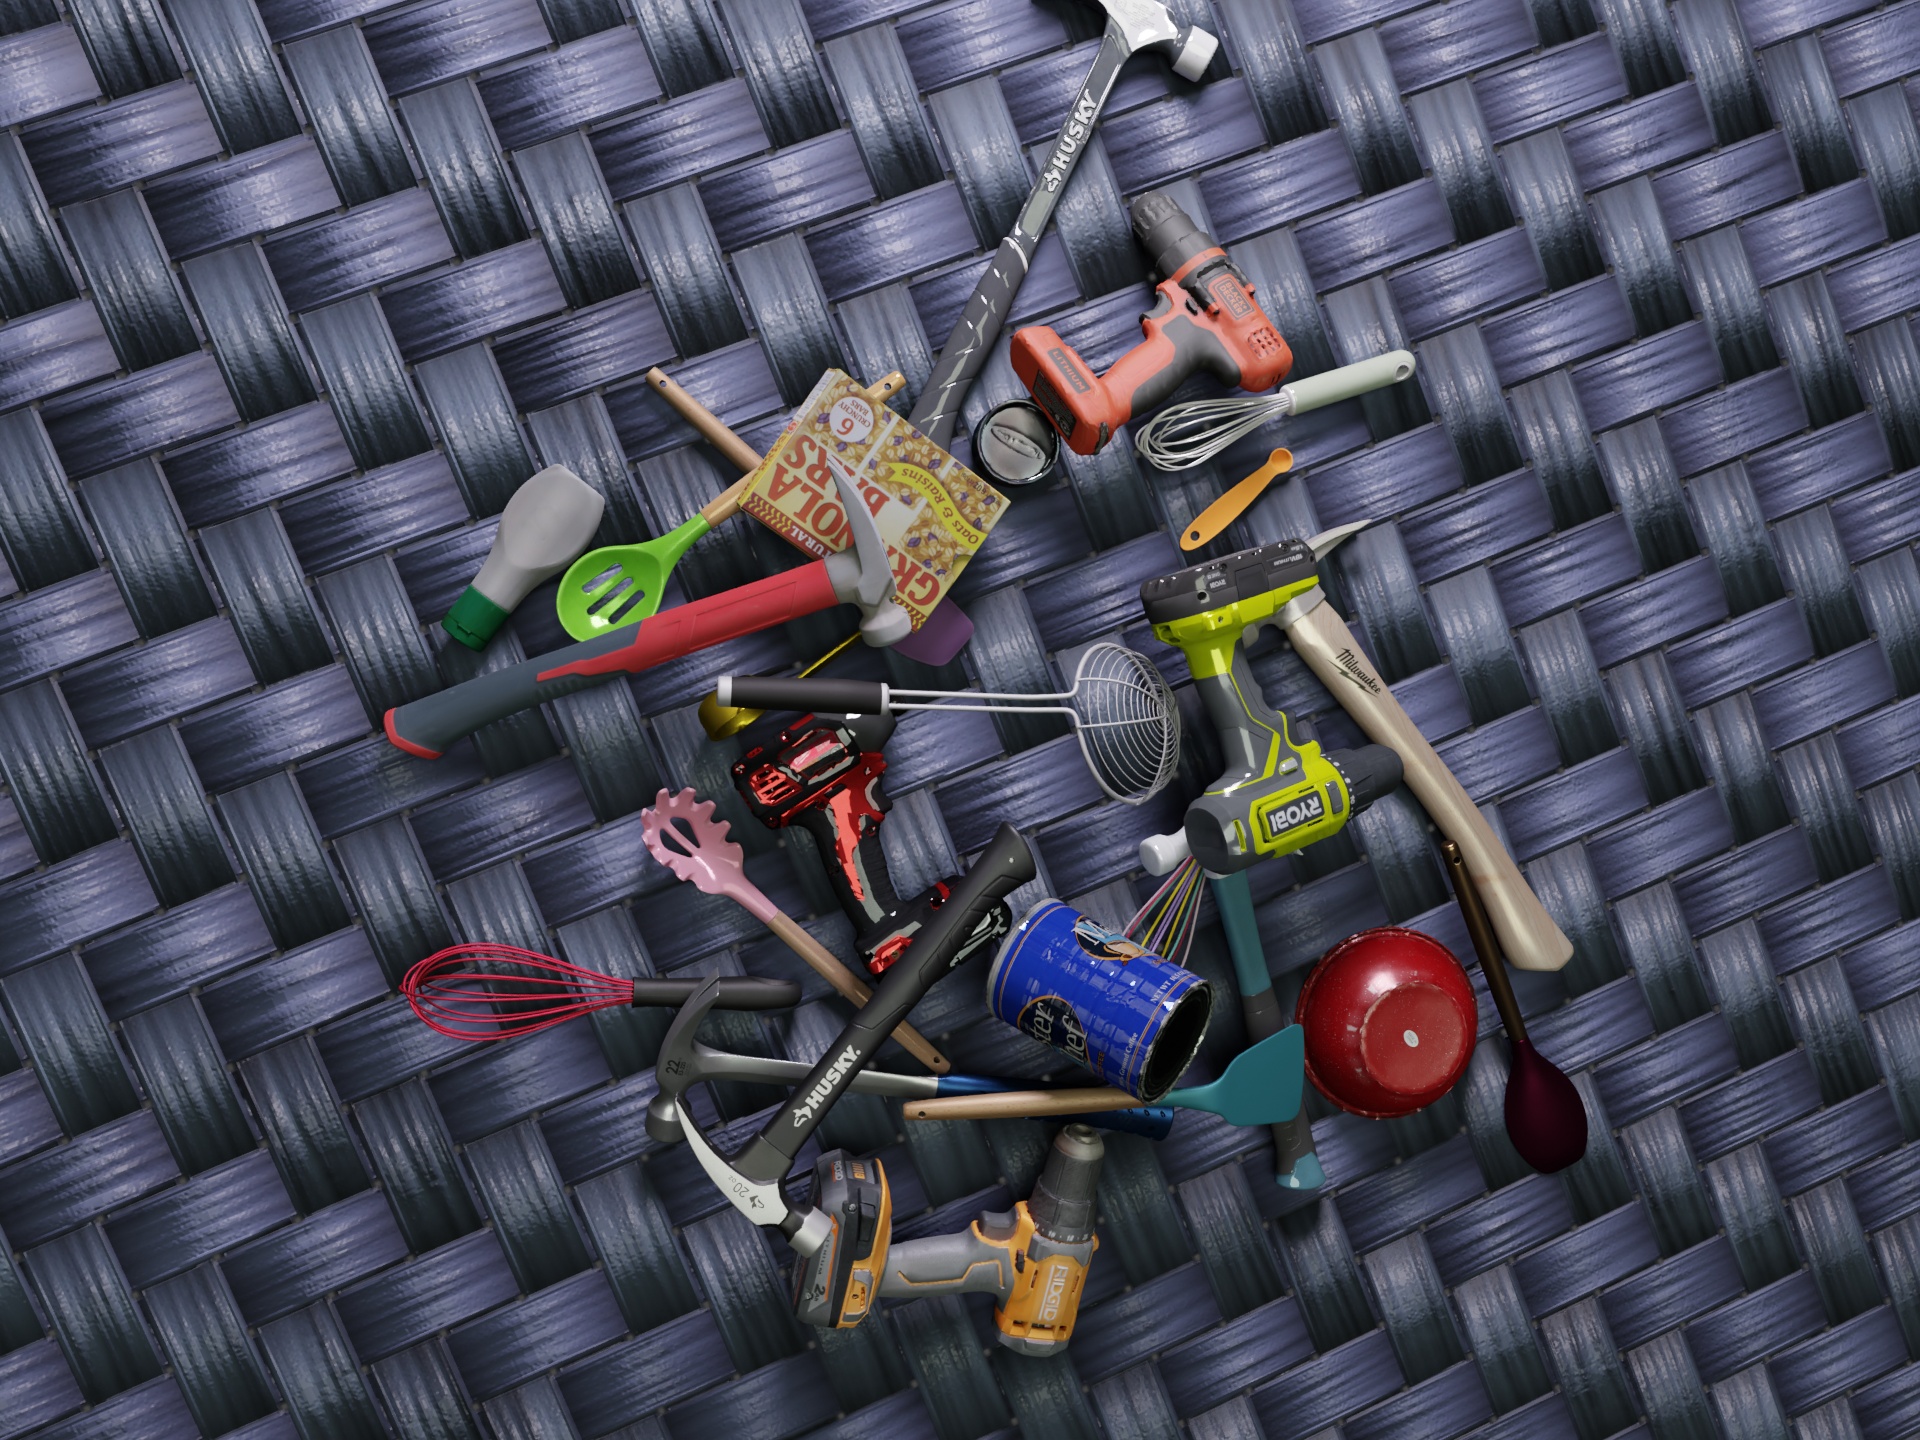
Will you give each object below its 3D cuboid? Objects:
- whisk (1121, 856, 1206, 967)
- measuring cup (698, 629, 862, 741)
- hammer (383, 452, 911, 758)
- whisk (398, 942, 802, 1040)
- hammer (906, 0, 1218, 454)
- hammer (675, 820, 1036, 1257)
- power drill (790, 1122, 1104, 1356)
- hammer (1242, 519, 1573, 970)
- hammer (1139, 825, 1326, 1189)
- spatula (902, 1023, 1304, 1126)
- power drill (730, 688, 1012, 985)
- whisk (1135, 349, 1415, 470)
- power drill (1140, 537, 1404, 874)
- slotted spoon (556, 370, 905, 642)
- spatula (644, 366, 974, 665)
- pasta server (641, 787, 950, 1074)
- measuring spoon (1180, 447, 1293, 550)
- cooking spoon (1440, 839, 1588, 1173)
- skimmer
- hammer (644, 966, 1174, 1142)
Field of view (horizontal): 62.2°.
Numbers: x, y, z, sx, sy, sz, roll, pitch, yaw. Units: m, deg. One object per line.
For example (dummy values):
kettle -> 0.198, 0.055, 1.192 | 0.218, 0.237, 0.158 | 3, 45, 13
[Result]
whisk -> 0.189, 0.117, 1.273 | 0.047, 0.051, 0.245 | 33, 82, -30
measuring cup -> -0.132, -0.039, 1.209 | 0.156, 0.062, 0.029 | -36, 83, -14
hammer -> -0.239, -0.067, 1.152 | 0.386, 0.038, 0.143 | -18, 114, 3
whisk -> -0.265, 0.204, 1.191 | 0.295, 0.073, 0.073 | 3, 92, -15
hammer -> 0.047, -0.380, 1.229 | 0.149, 0.036, 0.409 | 27, 88, -8
hammer -> -0.062, 0.210, 1.150 | 0.146, 0.035, 0.335 | 40, 82, -5
power drill -> -0.003, 0.386, 1.217 | 0.226, 0.084, 0.185 | 11, 103, -12
hammer -> 0.382, 0.032, 1.299 | 0.146, 0.038, 0.410 | -38, 98, -7
hammer -> 0.236, 0.226, 1.263 | 0.128, 0.033, 0.331 | -21, 104, -24
spatula -> 0.114, 0.286, 1.220 | 0.317, 0.044, 0.082 | -2, 106, -4
power drill -> -0.060, 0.089, 1.212 | 0.143, 0.078, 0.219 | -34, 94, -8
whisk -> 0.253, -0.252, 1.264 | 0.246, 0.059, 0.057 | -19, 132, -12
power drill -> 0.238, -0.016, 1.205 | 0.190, 0.080, 0.228 | -19, 96, -26
slotted spoon -> -0.168, -0.163, 1.191 | 0.314, 0.031, 0.070 | -37, 100, -2
spatula -> -0.119, -0.156, 1.219 | 0.316, 0.018, 0.060 | 42, 88, -9
pasta server -> -0.123, 0.169, 1.222 | 0.316, 0.040, 0.060 | 43, 69, -9
measuring spoon -> 0.220, -0.177, 1.279 | 0.117, 0.011, 0.021 | -41, 98, -2
cooking spoon -> 0.451, 0.239, 1.309 | 0.069, 0.017, 0.318 | -24, 104, -2
skimmer -> -0.002, -0.004, 1.199 | 0.363, 0.090, 0.127 | 2, 73, -11
hammer -> -0.029, 0.279, 1.226 | 0.405, 0.035, 0.144 | 9, 114, -13
